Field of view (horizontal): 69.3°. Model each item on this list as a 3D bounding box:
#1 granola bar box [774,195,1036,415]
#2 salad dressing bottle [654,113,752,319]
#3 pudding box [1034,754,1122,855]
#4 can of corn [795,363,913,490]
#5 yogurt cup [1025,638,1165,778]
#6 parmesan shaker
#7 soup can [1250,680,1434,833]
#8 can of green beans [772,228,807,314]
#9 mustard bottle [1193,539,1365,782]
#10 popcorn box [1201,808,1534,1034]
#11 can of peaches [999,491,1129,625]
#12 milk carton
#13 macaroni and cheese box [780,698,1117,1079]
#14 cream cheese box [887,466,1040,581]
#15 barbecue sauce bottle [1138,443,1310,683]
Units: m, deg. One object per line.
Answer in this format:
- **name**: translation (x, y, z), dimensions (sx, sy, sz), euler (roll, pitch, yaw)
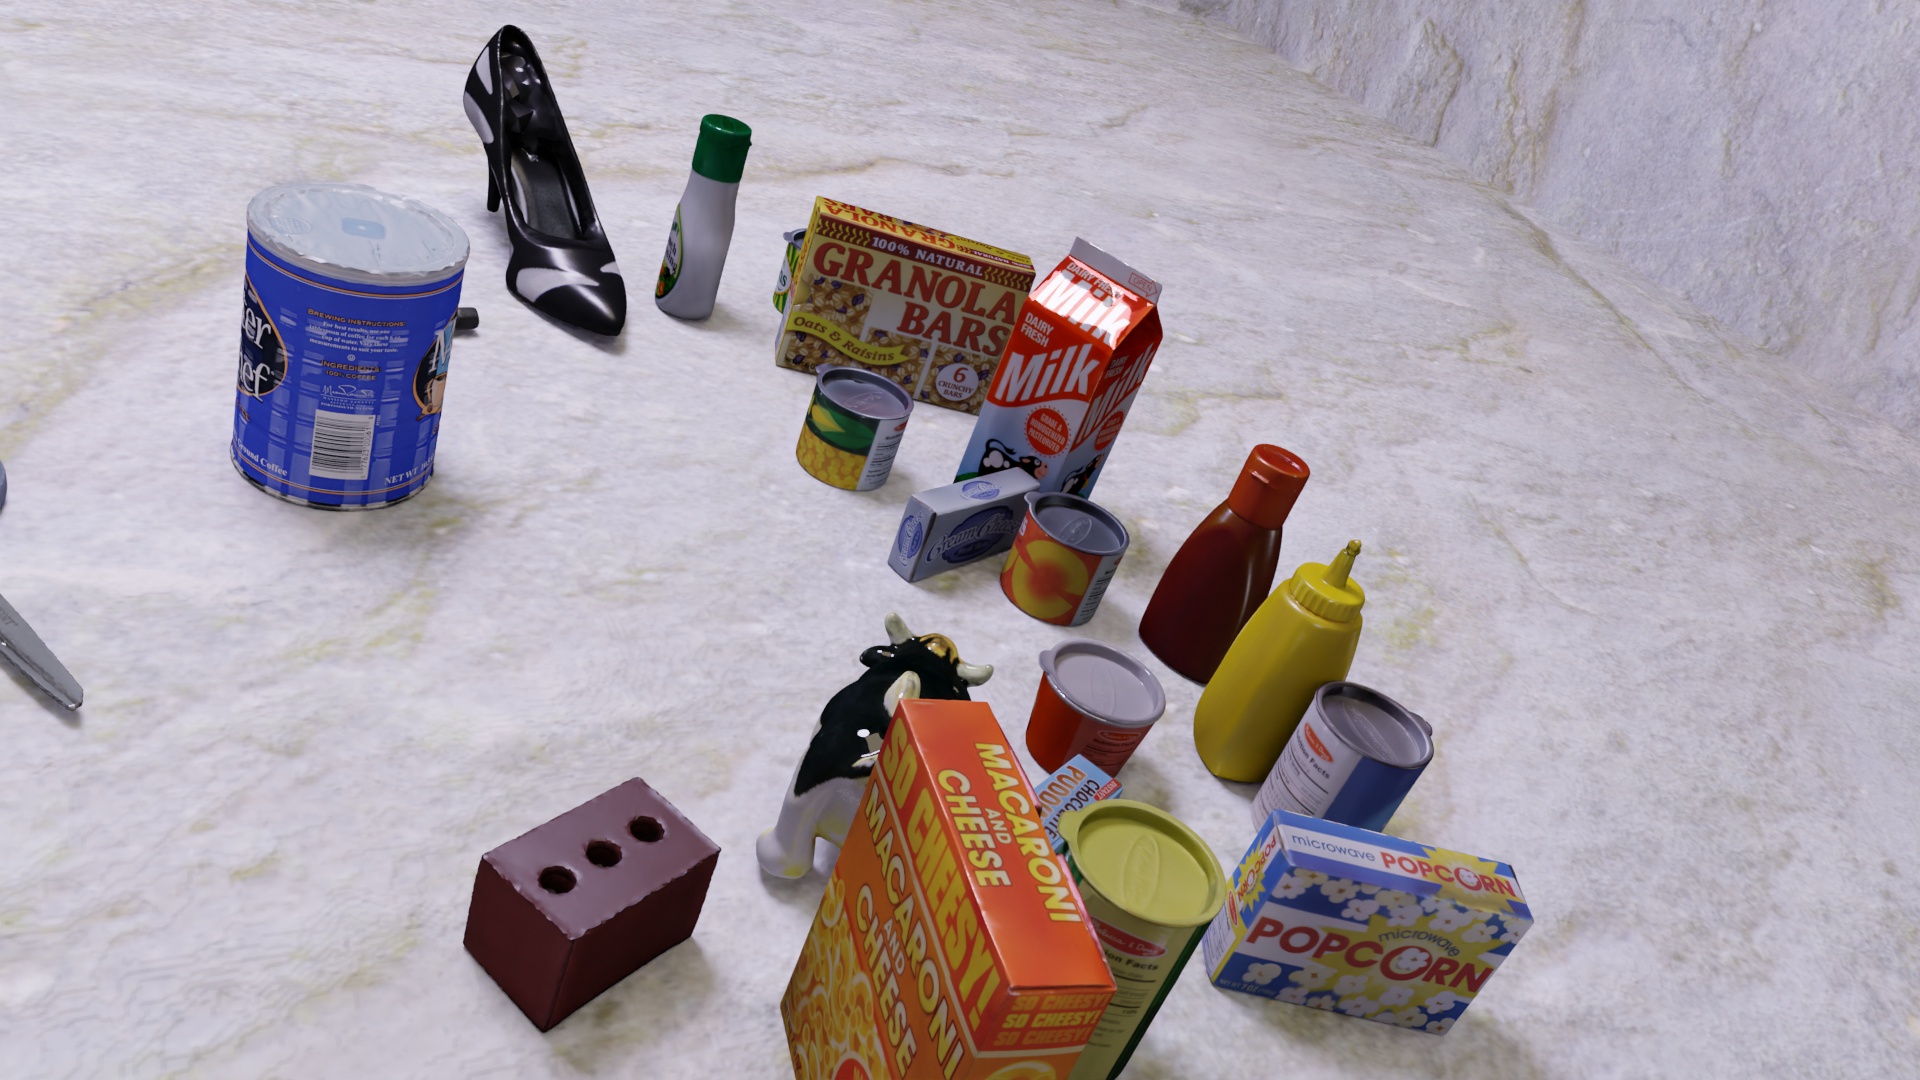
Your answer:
- **granola bar box**: translation (-0.042, -0.171, 1.027), dimensions (0.166, 0.123, 0.039), euler (13, 31, -15)
- **salad dressing bottle**: translation (-0.188, -0.236, 1.018), dimensions (0.044, 0.147, 0.064), euler (7, 33, -24)
- **pudding box**: translation (0.039, 0.140, 0.652), dimensions (0.030, 0.049, 0.084), euler (35, 32, 22)
- **can of corn**: translation (-0.073, -0.075, 0.920), dimensions (0.071, 0.058, 0.071), euler (16, 30, -10)
- **yogurt cup**: translation (0.069, 0.094, 0.742), dimensions (0.072, 0.053, 0.073), euler (16, 30, -10)
- **parmesan shaker**: translation (0.055, 0.165, 0.570), dimensions (0.071, 0.102, 0.071), euler (16, 30, -10)
- **soup can**: translation (0.205, 0.128, 0.743), dimensions (0.071, 0.083, 0.072), euler (16, 30, -10)
- **can of green beans**: translation (-0.112, -0.209, 1.111), dimensions (0.071, 0.057, 0.071), euler (16, 30, -10)
- **mustard bottle**: translation (0.183, 0.062, 0.760), dimensions (0.065, 0.159, 0.049), euler (7, 33, -25)
- **popcorn box**: translation (0.187, 0.179, 0.648), dimensions (0.127, 0.084, 0.038), euler (15, 30, -11)
- **can of peaches**: translation (0.062, 0.010, 0.868), dimensions (0.071, 0.057, 0.071), euler (16, 30, -10)
- **milk carton**: translation (0.069, -0.100, 0.919), dimensions (0.072, 0.189, 0.074), euler (35, 32, 22)
- **macaroni and cheese box**: translation (-0.013, 0.156, 0.477), dimensions (0.040, 0.165, 0.124), euler (6, 33, -25)
- **cream cheese box**: translation (0.003, -0.011, 0.869), dimensions (0.024, 0.053, 0.104), euler (39, 34, 28)
- **barbecue sauce bottle**: translation (0.162, 0.013, 0.838), dimensions (0.065, 0.147, 0.044), euler (39, 34, 28)
